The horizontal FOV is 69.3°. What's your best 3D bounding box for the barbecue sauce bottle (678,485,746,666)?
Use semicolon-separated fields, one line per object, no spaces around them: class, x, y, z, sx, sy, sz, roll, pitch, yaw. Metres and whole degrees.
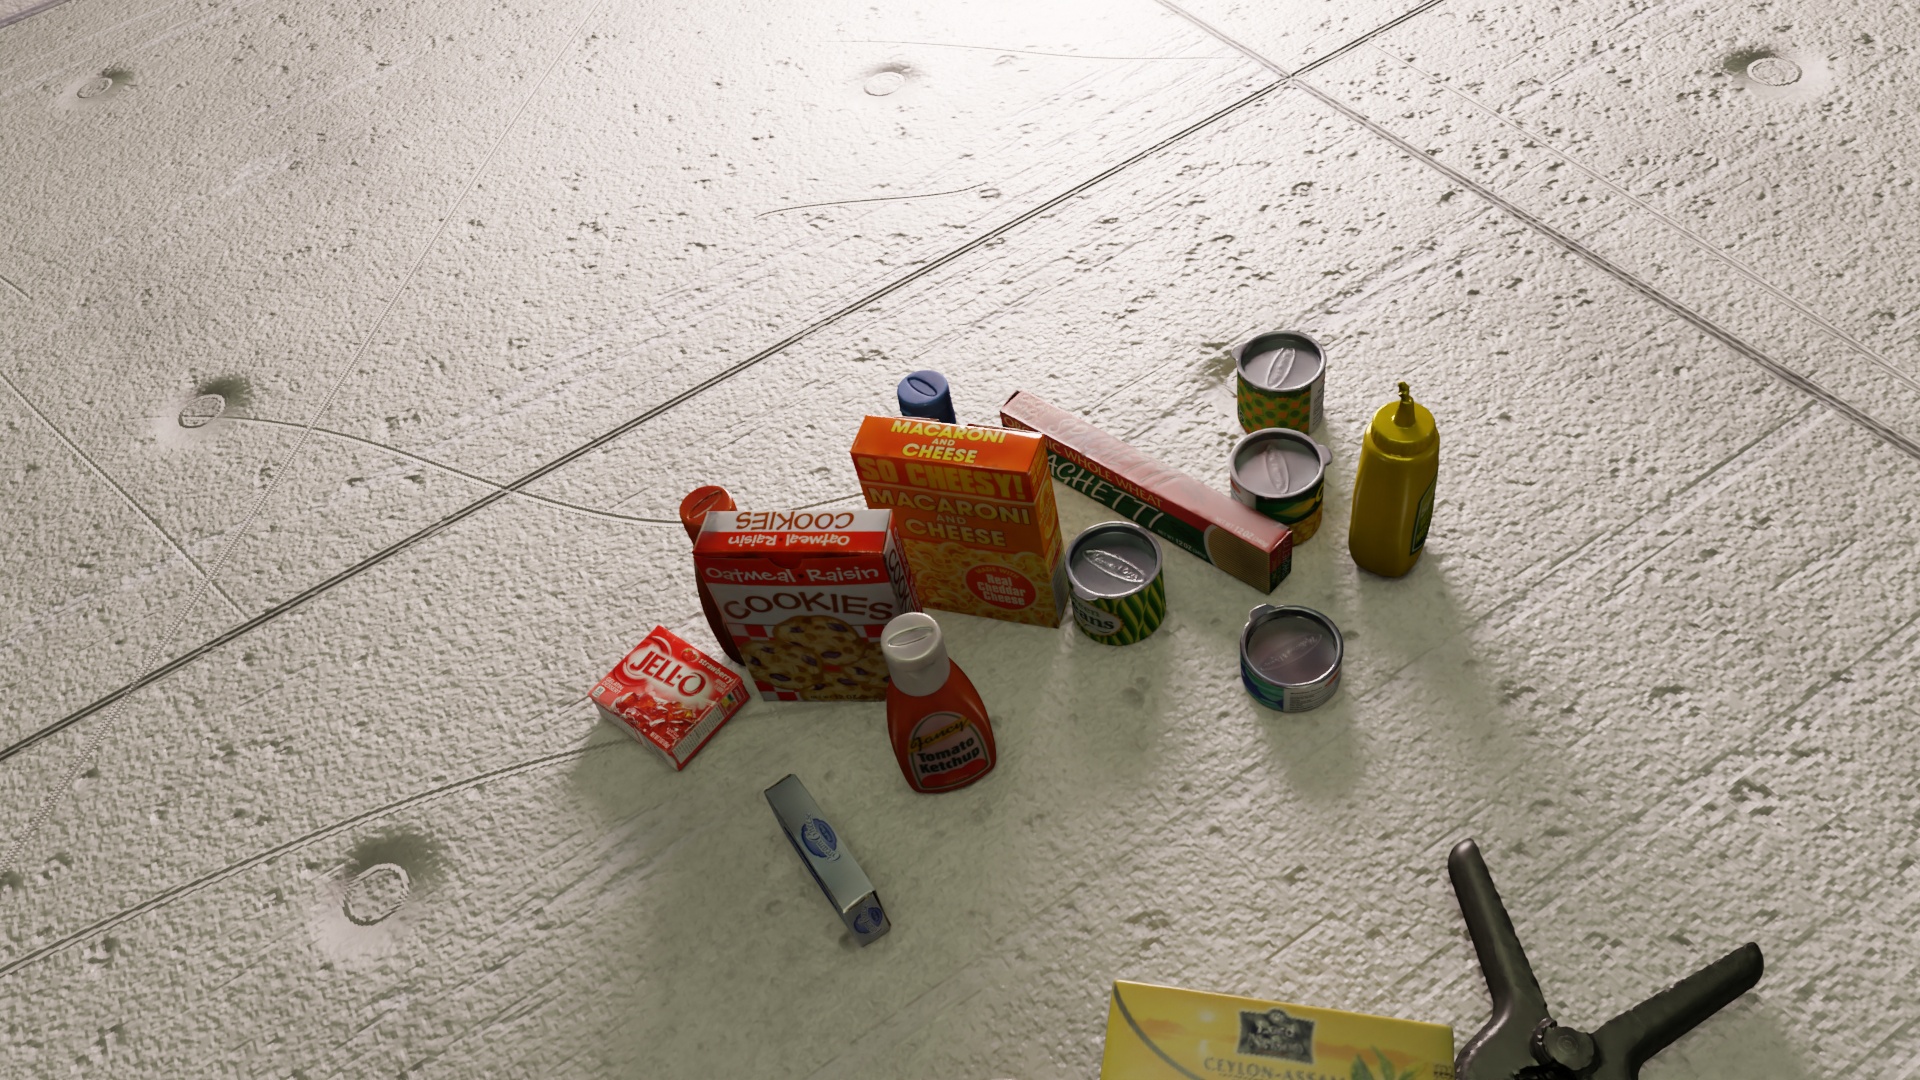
barbecue sauce bottle;-0.155;0.023;0.959;0.065;0.147;0.044;-41;55;-21

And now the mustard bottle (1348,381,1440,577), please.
mustard bottle;0.288;-0.043;0.916;0.049;0.159;0.065;19;57;25

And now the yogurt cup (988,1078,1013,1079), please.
yogurt cup;0.023;0.326;0.731;0.072;0.053;0.073;-6;50;7

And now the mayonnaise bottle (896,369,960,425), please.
mayonnaise bottle;-0.014;-0.058;0.998;0.041;0.147;0.065;-41;54;-21

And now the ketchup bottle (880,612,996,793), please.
ketchup bottle;-0.018;0.101;0.865;0.065;0.148;0.044;-18;49;-3

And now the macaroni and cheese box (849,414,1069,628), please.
macaroni and cheese box;0.003;-0.012;0.944;0.124;0.165;0.040;8;53;18

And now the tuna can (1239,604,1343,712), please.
tuna can;0.216;0.076;0.914;0.071;0.032;0.071;-6;50;7

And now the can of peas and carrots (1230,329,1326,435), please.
can of peas and carrots;0.240;-0.117;1.054;0.071;0.058;0.071;-6;50;7

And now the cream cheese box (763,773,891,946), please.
cream cheese box;-0.082;0.197;0.860;0.024;0.053;0.104;-32;52;-15

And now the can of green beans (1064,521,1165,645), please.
can of green beans;0.107;0.030;0.958;0.071;0.057;0.071;-6;50;7

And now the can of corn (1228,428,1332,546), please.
can of corn;0.228;-0.037;0.990;0.071;0.058;0.071;-6;50;7

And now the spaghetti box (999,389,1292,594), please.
spaghetti box;0.130;-0.040;1.017;0.250;0.050;0.029;31;63;31

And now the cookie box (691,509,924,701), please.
cookie box;-0.090;0.047;0.913;0.123;0.166;0.040;-1;51;11
